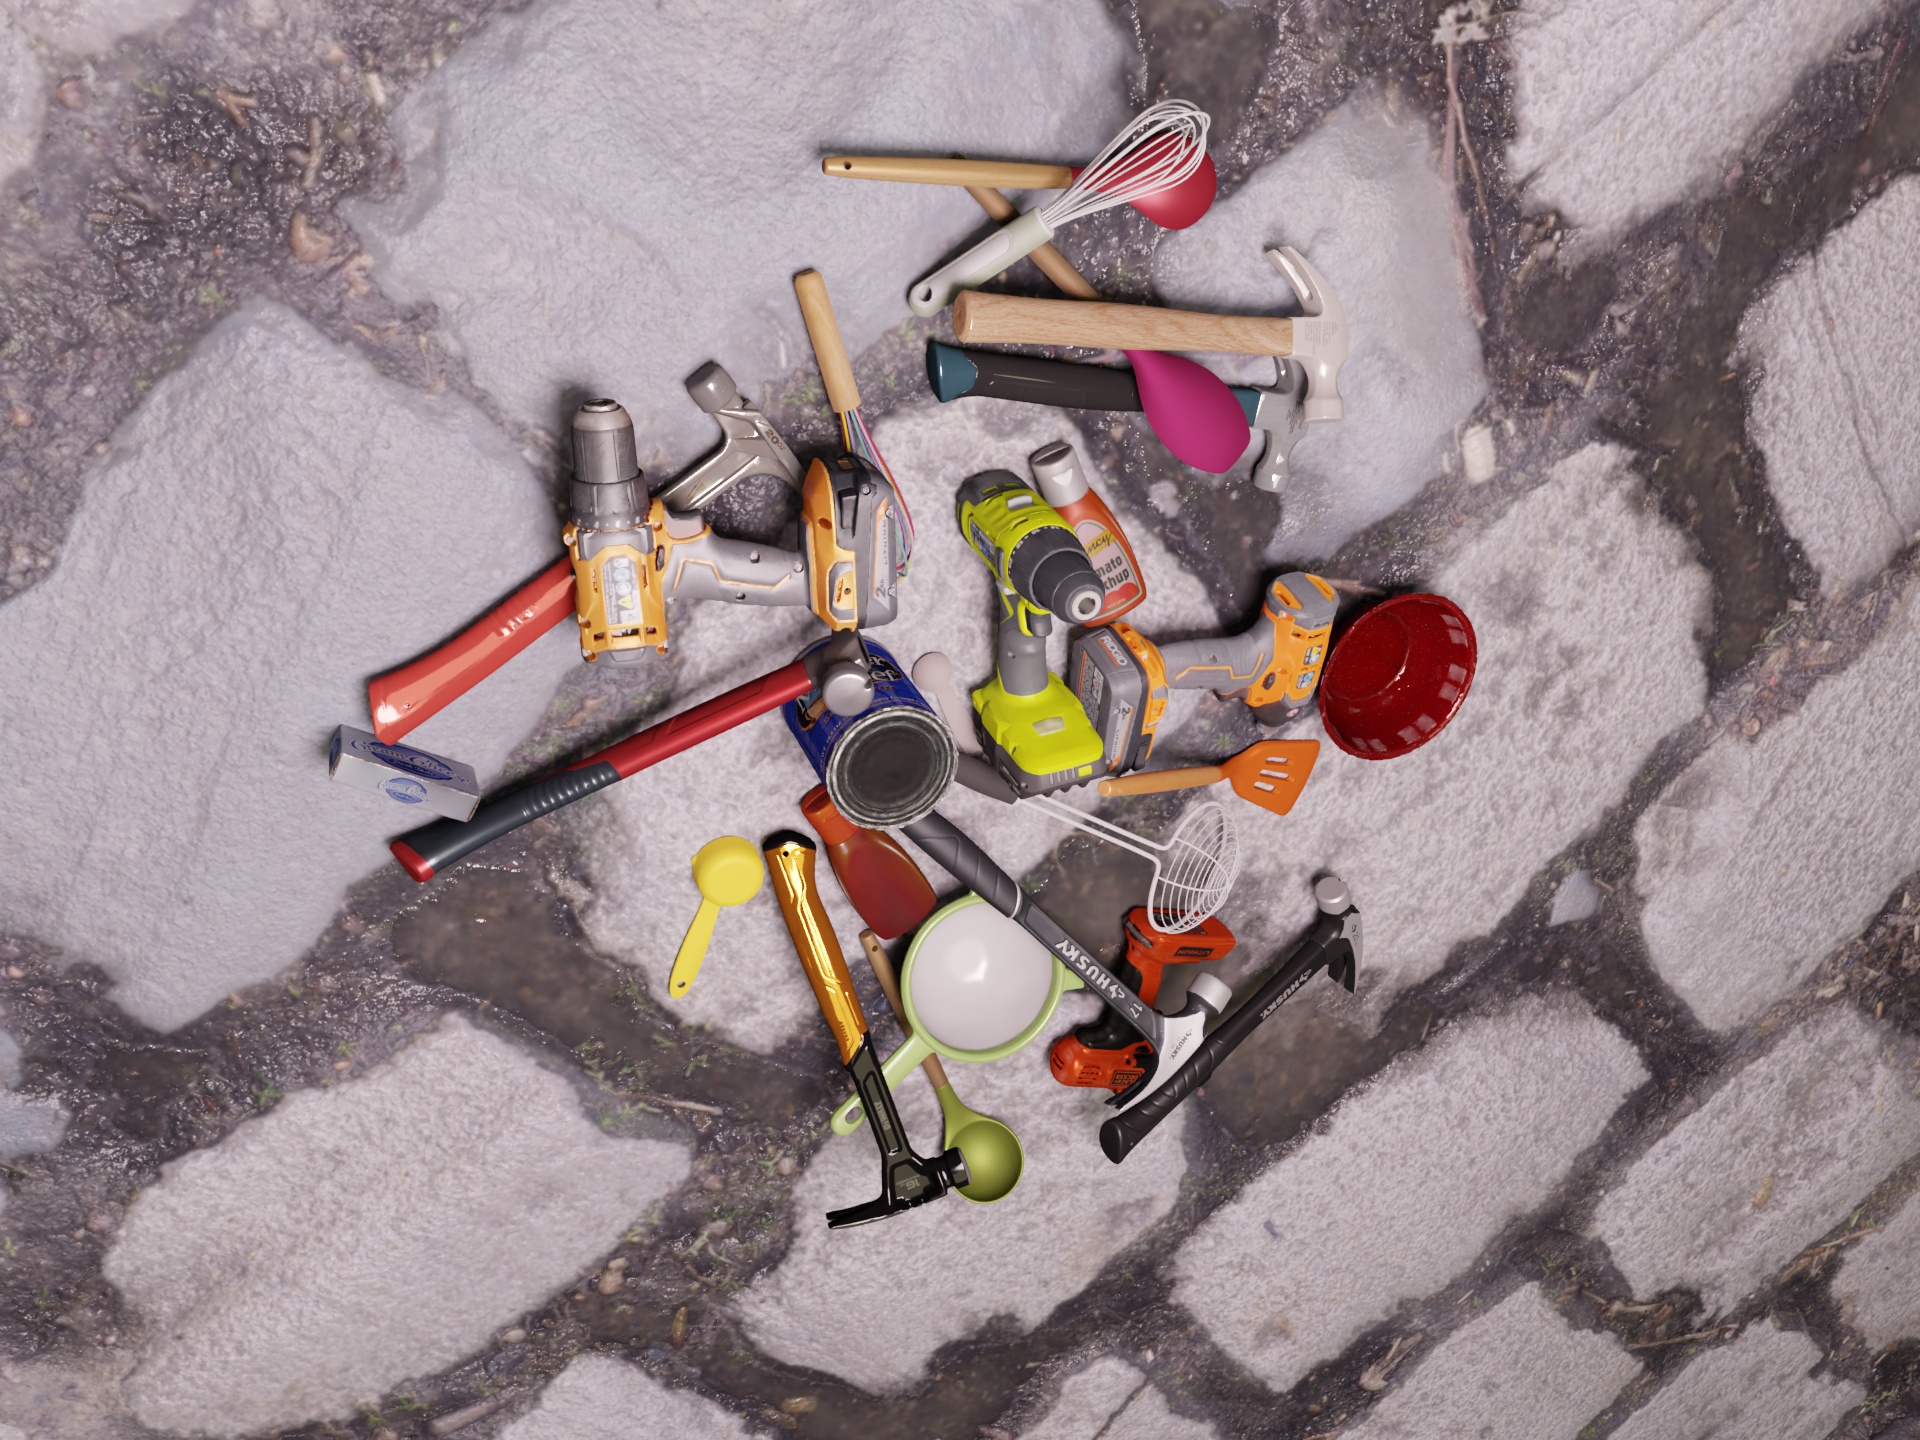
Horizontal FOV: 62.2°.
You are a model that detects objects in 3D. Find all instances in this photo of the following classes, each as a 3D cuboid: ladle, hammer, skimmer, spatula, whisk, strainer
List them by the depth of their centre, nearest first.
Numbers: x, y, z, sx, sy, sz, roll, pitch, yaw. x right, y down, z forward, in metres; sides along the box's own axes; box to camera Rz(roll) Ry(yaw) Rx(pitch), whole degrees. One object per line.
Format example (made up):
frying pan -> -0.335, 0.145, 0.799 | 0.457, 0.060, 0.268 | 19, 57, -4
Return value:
whisk -> 0.065, -0.353, 1.112 | 0.246, 0.058, 0.059 | -28, 170, 22
ladle -> 0.052, -0.387, 1.128 | 0.315, 0.031, 0.069 | -6, 102, -23
hammer -> -0.272, -0.096, 1.154 | 0.359, 0.037, 0.149 | -37, 123, -1
whisk -> -0.079, -0.209, 1.172 | 0.047, 0.051, 0.244 | -19, 118, -5
hammer -> 0.148, -0.292, 1.175 | 0.331, 0.031, 0.130 | -3, 94, -25
hammer -> -0.249, 0.019, 1.199 | 0.386, 0.143, 0.038 | -24, 121, 4
hammer -> 0.129, -0.254, 1.237 | 0.331, 0.033, 0.128 | 2, 115, -22
hammer -> -0.102, 0.254, 1.323 | 0.127, 0.034, 0.337 | -20, 97, -6
hammer -> 0.054, 0.169, 1.352 | 0.408, 0.036, 0.149 | 42, 74, -16
spatula -> 0.215, 0.052, 1.370 | 0.322, 0.041, 0.081 | -3, 121, -53
skimmer -> 0.094, 0.082, 1.382 | 0.363, 0.090, 0.127 | 24, 91, -18
strainer -> -0.025, 0.256, 1.393 | 0.256, 0.069, 0.151 | -45, 108, -7
ladle -> -0.022, 0.317, 1.451 | 0.078, 0.062, 0.319 | -33, 120, -17
hammer -> 0.261, 0.299, 1.513 | 0.335, 0.035, 0.146 | -39, 135, -15

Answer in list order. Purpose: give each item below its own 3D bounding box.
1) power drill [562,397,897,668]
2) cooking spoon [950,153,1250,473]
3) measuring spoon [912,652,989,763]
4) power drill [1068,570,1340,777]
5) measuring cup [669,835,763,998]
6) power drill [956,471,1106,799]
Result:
power drill -> -0.163, -0.138, 1.114 | 0.226, 0.084, 0.185 | -8, 116, -14
cooking spoon -> 0.106, -0.300, 1.182 | 0.318, 0.017, 0.069 | 40, 86, -22
measuring spoon -> -0.002, -0.004, 1.318 | 0.034, 0.018, 0.124 | -32, 124, -4
power drill -> 0.206, -0.029, 1.348 | 0.226, 0.084, 0.164 | -16, 138, -18
measuring cup -> -0.208, 0.170, 1.315 | 0.062, 0.029, 0.156 | 15, 107, -27
power drill -> 0.061, -0.058, 1.220 | 0.080, 0.191, 0.228 | -15, 124, -15
